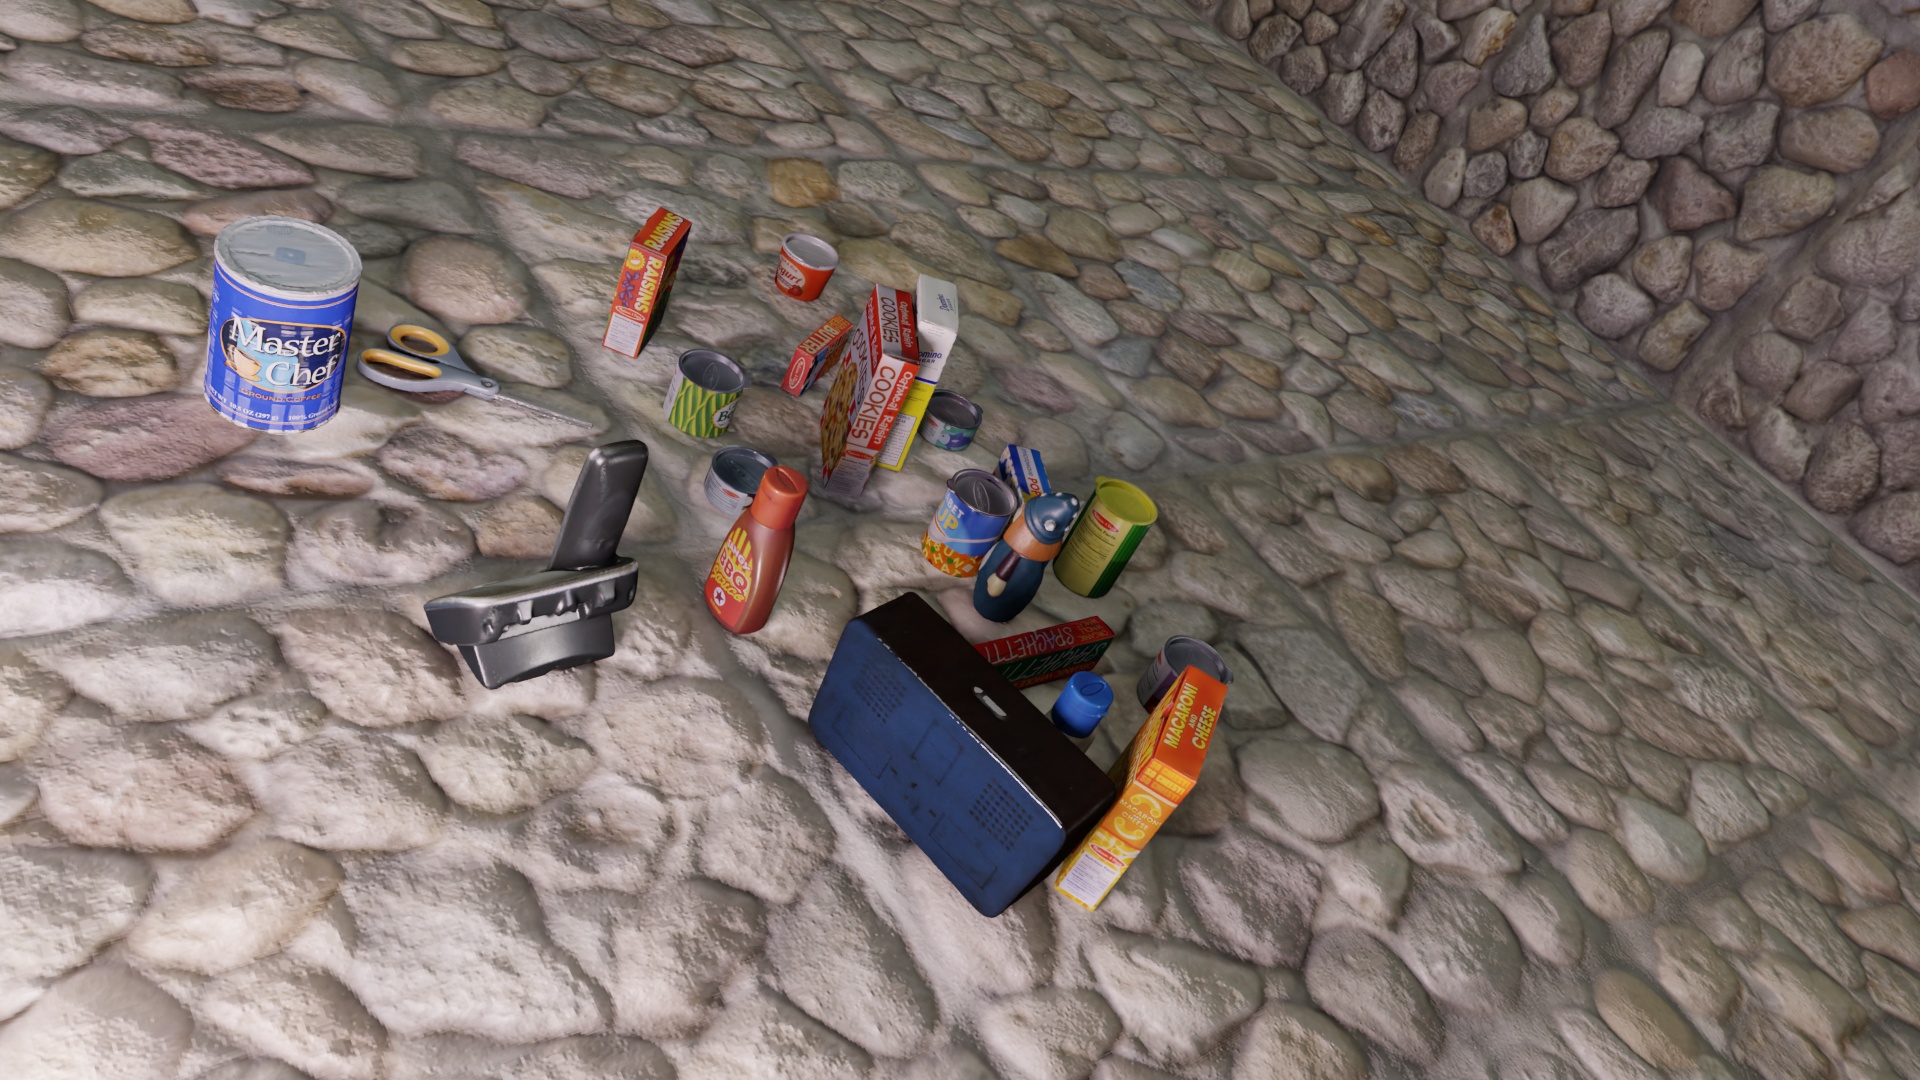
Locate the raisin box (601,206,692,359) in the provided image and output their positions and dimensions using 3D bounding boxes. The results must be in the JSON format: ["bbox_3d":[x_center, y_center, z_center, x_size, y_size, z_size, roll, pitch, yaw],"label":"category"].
[{"bbox_3d":[-0.308,-0.253,1.365,0.040,0.122,0.086,24,36,-7],"label":"raisin box"}]

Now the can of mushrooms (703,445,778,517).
[{"bbox_3d":[-0.198,-0.054,1.270,0.071,0.033,0.071,18,37,-14],"label":"can of mushrooms"}]

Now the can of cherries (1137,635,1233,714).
[{"bbox_3d":[0.208,0.132,1.286,0.071,0.058,0.072,18,37,-14],"label":"can of cherries"}]

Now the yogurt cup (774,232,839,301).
[{"bbox_3d":[-0.177,-0.309,1.577,0.072,0.053,0.073,18,37,-14],"label":"yogurt cup"}]

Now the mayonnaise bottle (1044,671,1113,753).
[{"bbox_3d":[0.071,0.163,1.084,0.065,0.147,0.041,-16,55,-44],"label":"mayonnaise bottle"}]

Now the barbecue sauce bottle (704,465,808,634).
[{"bbox_3d":[-0.163,0.006,1.123,0.044,0.147,0.065,-11,51,-42],"label":"barbecue sauce bottle"}]

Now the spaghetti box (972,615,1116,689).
[{"bbox_3d":[0.034,0.110,1.207,0.251,0.050,0.029,-10,50,-40],"label":"spaghetti box"}]

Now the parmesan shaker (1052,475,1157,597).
[{"bbox_3d":[0.139,-0.004,1.370,0.071,0.102,0.072,18,37,-14],"label":"parmesan shaker"}]

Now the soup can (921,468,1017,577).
[{"bbox_3d":[0.005,-0.016,1.314,0.071,0.083,0.072,18,37,-14],"label":"soup can"}]

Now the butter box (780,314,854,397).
[{"bbox_3d":[-0.150,-0.195,1.457,0.024,0.052,0.104,31,36,4],"label":"butter box"}]

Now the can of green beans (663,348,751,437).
[{"bbox_3d":[-0.244,-0.140,1.324,0.071,0.057,0.071,18,37,-14],"label":"can of green beans"}]

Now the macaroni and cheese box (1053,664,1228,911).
[{"bbox_3d":[0.139,0.191,1.078,0.040,0.165,0.124,31,36,3],"label":"macaroni and cheese box"}]

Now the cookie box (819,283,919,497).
[{"bbox_3d":[-0.089,-0.144,1.338,0.040,0.166,0.123,14,38,-19],"label":"cookie box"}]

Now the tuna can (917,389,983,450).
[{"bbox_3d":[-0.011,-0.129,1.484,0.071,0.032,0.071,18,37,-14],"label":"tuna can"}]

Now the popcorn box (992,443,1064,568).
[{"bbox_3d":[0.056,-0.022,1.353,0.038,0.084,0.127,12,39,-21],"label":"popcorn box"}]
